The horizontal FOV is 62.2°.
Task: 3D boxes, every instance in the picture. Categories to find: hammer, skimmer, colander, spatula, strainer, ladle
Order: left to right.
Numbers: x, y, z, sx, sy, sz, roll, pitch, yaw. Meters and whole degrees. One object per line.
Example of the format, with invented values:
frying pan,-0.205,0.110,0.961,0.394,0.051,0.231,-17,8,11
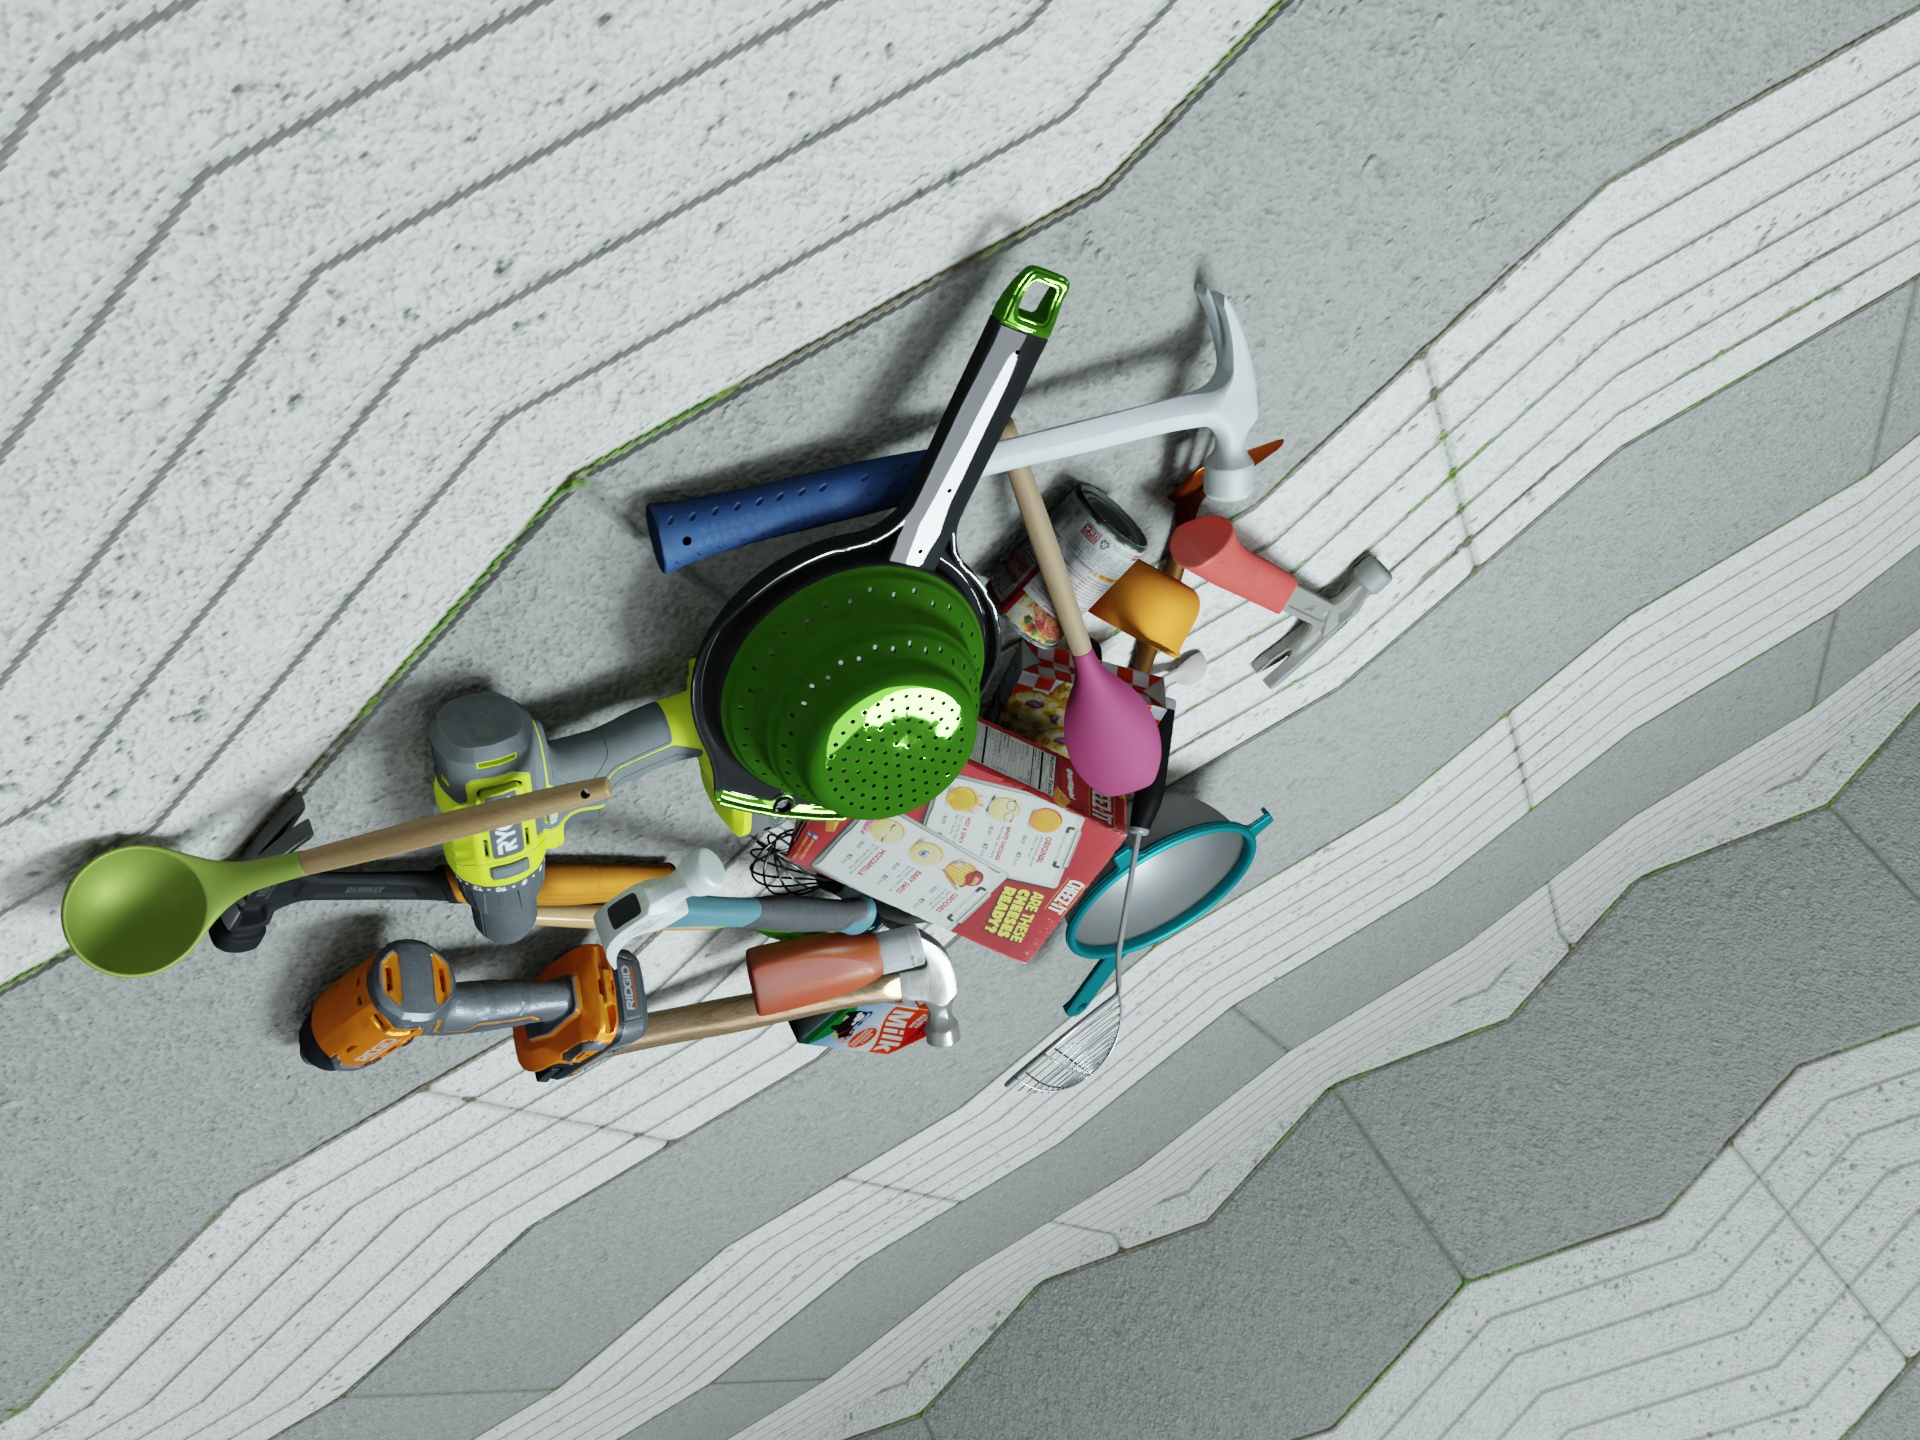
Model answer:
ladle,-0.362,0.080,0.931,0.320,0.078,0.062,-14,-168,0
hammer,-0.331,0.109,1.106,0.336,0.034,0.127,7,134,-48
hammer,-0.152,0.144,1.194,0.128,0.033,0.330,-30,162,18
hammer,-0.166,0.249,1.395,0.331,0.031,0.130,-8,106,-11
colander,-0.021,-0.072,0.946,0.204,0.095,0.397,10,120,-34
hammer,0.006,-0.165,0.986,0.405,0.035,0.144,-16,123,-18
skimmer,0.117,0.151,1.399,0.090,0.363,0.127,10,173,9
strainer,0.158,0.178,1.612,0.211,0.095,0.340,-10,145,-31
spatula,0.171,-0.108,1.250,0.081,0.041,0.322,-22,150,-22
hammer,0.244,-0.102,1.290,0.149,0.037,0.359,-44,156,19

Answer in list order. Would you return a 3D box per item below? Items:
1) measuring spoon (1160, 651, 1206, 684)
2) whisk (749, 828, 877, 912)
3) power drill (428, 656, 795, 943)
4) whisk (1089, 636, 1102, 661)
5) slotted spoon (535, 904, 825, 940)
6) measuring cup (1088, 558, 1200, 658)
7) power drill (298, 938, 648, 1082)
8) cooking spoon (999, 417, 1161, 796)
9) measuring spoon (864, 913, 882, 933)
measuring spoon,0.173,-0.026,1.369,0.124,0.018,0.034,-28,157,-38
whisk,-0.111,0.136,1.343,0.055,0.055,0.238,-37,154,8
power drill,-0.228,0.049,1.047,0.228,0.080,0.190,-17,136,-25
whisk,0.101,0.034,1.379,0.073,0.073,0.295,-22,143,-18
slotted spoon,-0.222,0.162,1.288,0.070,0.031,0.313,-15,163,42
measuring cup,0.139,-0.081,1.140,0.095,0.174,0.052,26,97,-12
power drill,-0.368,0.222,1.186,0.164,0.084,0.226,-32,151,35
cooking spoon,0.076,-0.069,1.102,0.069,0.017,0.318,-17,123,8
measuring spoon,-0.056,0.165,1.461,0.042,0.021,0.128,-1,136,-43
